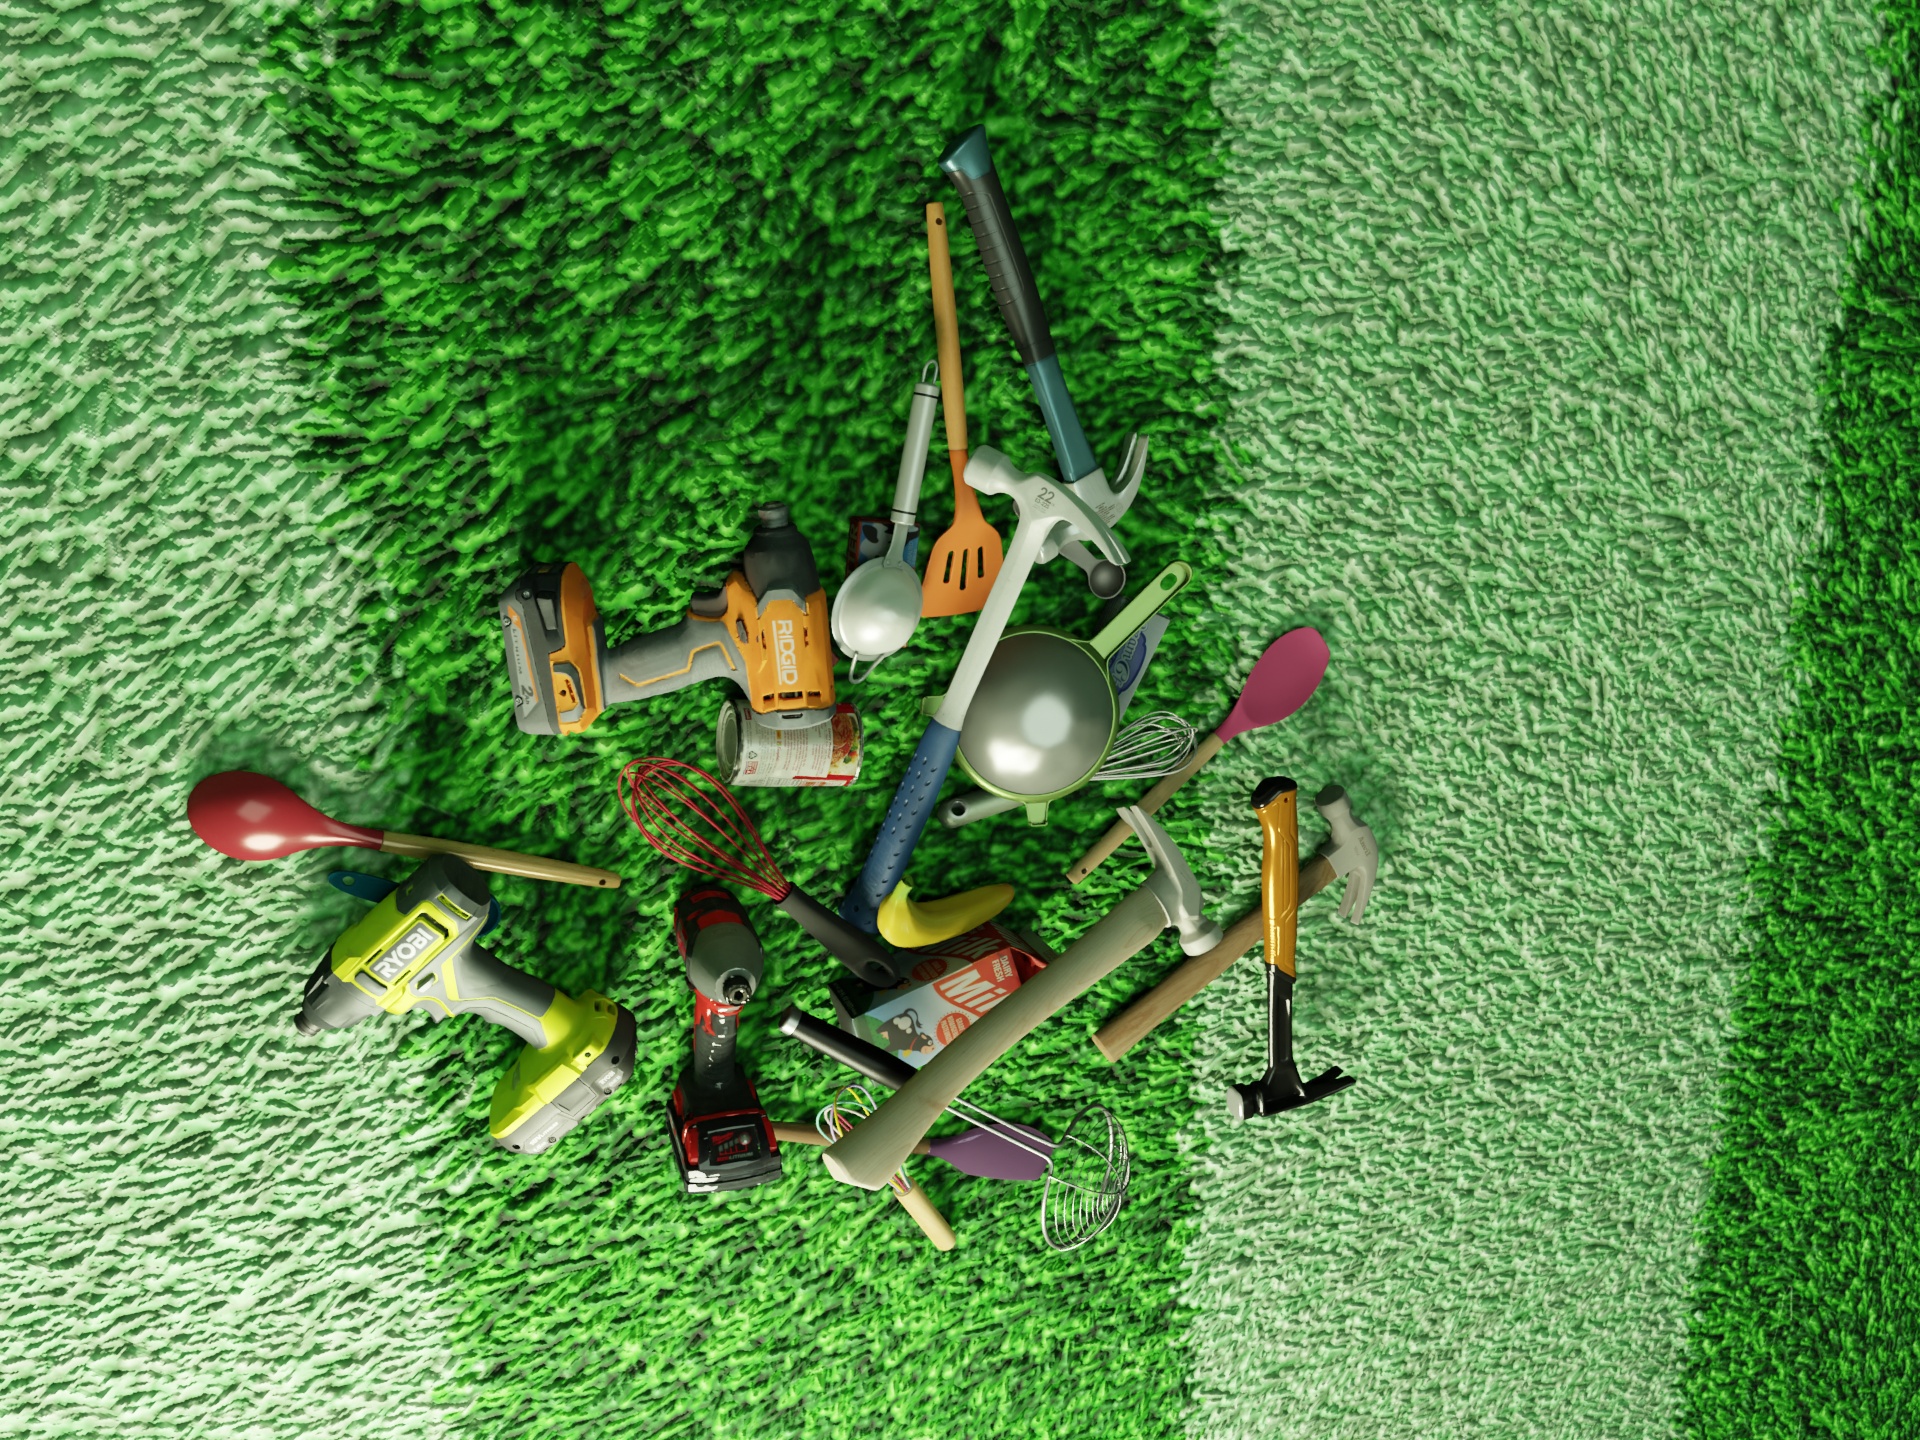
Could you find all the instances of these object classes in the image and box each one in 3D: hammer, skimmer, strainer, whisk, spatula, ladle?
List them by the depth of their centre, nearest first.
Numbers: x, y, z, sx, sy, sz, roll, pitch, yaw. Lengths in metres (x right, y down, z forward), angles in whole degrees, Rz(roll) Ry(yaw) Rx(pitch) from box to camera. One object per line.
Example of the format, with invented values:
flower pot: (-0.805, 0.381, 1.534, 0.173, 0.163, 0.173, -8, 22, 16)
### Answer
ladle: (-0.405, 0.095, 1.185, 0.315, 0.031, 0.069, 14, 109, -28)
strainer: (-0.046, -0.149, 1.226, 0.086, 0.050, 0.258, 3, 102, -41)
hammer: (0.057, -0.297, 1.249, 0.128, 0.033, 0.330, -30, 114, -18)
spatula: (-0.008, -0.239, 1.252, 0.081, 0.041, 0.322, -11, 106, -19)
hammer: (-0.002, -0.004, 1.265, 0.035, 0.144, 0.405, -21, 138, -64)
whisk: (-0.154, 0.126, 1.267, 0.295, 0.073, 0.073, 43, 87, -24)
strainer: (0.102, -0.040, 1.307, 0.256, 0.069, 0.151, -44, 99, -1)
hammer: (0.047, 0.232, 1.312, 0.410, 0.038, 0.146, -35, 98, -29)
skimmer: (-0.003, 0.330, 1.339, 0.363, 0.090, 0.127, 31, 69, -16)
whisk: (0.095, 0.046, 1.374, 0.246, 0.059, 0.058, -18, 76, -13)
whisk: (-0.060, 0.402, 1.400, 0.051, 0.047, 0.244, -32, 127, -5)
spatula: (-0.052, 0.377, 1.426, 0.315, 0.018, 0.059, 13, 105, -27)
hammer: (0.305, 0.210, 1.480, 0.127, 0.034, 0.336, -11, 110, -18)
hammer: (0.261, 0.208, 1.499, 0.331, 0.031, 0.130, -38, 116, -8)

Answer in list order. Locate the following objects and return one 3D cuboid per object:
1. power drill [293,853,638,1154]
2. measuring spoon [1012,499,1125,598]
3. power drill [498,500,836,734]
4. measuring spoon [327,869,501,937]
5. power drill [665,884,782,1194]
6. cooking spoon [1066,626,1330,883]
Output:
power drill: (-0.371, 0.223, 1.204, 0.171, 0.080, 0.223, -41, 117, 7)
measuring spoon: (0.088, -0.146, 1.328, 0.124, 0.018, 0.034, 38, 88, -21)
power drill: (-0.208, -0.072, 1.149, 0.226, 0.084, 0.164, -4, 109, -1)
measuring spoon: (-0.410, 0.130, 1.198, 0.128, 0.021, 0.042, 20, 110, -23)
power drill: (-0.189, 0.255, 1.262, 0.078, 0.143, 0.219, -5, 110, -19)
cooking spoon: (0.213, 0.033, 1.431, 0.319, 0.017, 0.068, -43, 115, -6)
